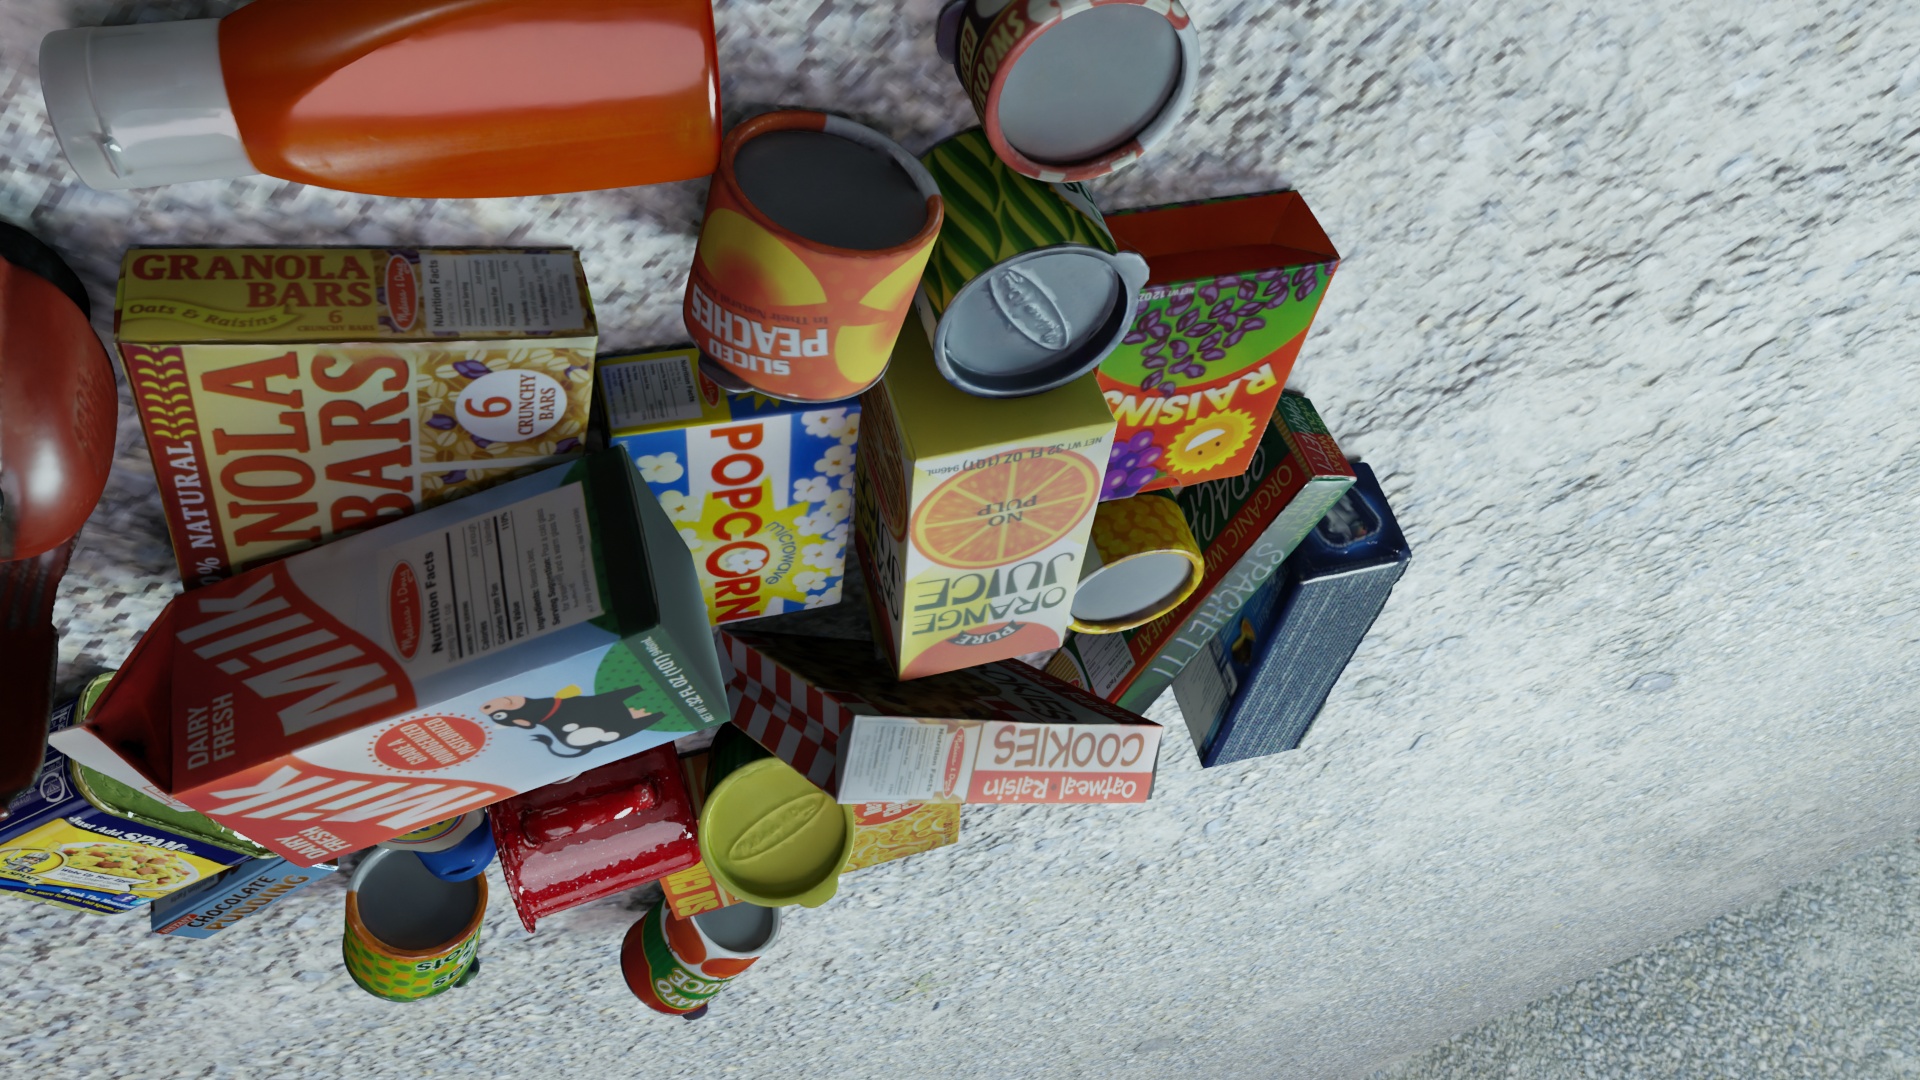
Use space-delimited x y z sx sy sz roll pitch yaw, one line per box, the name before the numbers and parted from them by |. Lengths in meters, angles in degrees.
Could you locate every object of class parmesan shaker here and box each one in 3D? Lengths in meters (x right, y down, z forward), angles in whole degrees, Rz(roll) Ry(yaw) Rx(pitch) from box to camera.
parmesan shaker | -0.084 0.119 0.639 0.071 0.071 0.103 -15 -171 -6

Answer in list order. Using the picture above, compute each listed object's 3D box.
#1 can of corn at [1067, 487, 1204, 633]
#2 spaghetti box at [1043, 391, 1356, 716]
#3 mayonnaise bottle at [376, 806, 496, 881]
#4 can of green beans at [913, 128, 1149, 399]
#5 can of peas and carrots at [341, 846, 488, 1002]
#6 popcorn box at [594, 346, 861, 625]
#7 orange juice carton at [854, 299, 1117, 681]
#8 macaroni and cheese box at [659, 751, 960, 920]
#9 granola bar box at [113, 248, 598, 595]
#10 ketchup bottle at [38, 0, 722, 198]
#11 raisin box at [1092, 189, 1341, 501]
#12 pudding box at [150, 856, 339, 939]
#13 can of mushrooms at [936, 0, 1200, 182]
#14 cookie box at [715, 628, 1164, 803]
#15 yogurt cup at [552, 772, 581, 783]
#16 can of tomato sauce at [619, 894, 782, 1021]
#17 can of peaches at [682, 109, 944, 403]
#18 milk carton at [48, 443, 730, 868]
can of corn | 0.067 -0.001 0.598 0.071 0.058 0.070 -13 148 -9
spaghetti box | 0.101 0.029 0.669 0.029 0.050 0.248 -1 143 -29
mayonnaise bottle | -0.242 0.108 0.615 0.065 0.041 0.147 -14 147 -9
can of green beans | 0.016 -0.088 0.441 0.071 0.058 0.071 -13 147 -9
can of peas and carrots | -0.271 0.191 0.696 0.071 0.071 0.058 -1 143 -26
popcorn box | -0.085 -0.018 0.511 0.085 0.038 0.126 -10 147 -16
orange juice carton | 0.002 -0.007 0.542 0.072 0.073 0.191 -12 147 -12
macaroni and cheese box | -0.084 0.146 0.757 0.167 0.040 0.123 -13 146 -11
granola bar box | -0.188 -0.020 0.452 0.124 0.039 0.164 -4 145 -22
ketchup bottle | -0.135 -0.112 0.339 0.149 0.044 0.064 -10 146 -14
raisin box | 0.080 -0.068 0.523 0.086 0.040 0.122 -11 148 -15
pudding box | -0.315 0.136 0.610 0.083 0.050 0.030 -29 148 14
can of mushrooms | 0.031 -0.138 0.398 0.071 0.033 0.070 -14 148 -9
cookie box | -0.011 0.080 0.624 0.168 0.123 0.040 8 97 -36
yogurt cup | -0.175 0.059 0.557 0.054 0.073 0.072 24 128 -37
can of tomato sauce | -0.154 0.237 0.828 0.071 0.071 0.082 11 137 -38
can of peaches | -0.045 -0.082 0.407 0.071 0.071 0.057 -2 143 -25
milk carton | -0.180 0.045 0.446 0.191 0.074 0.072 -19 148 -2
